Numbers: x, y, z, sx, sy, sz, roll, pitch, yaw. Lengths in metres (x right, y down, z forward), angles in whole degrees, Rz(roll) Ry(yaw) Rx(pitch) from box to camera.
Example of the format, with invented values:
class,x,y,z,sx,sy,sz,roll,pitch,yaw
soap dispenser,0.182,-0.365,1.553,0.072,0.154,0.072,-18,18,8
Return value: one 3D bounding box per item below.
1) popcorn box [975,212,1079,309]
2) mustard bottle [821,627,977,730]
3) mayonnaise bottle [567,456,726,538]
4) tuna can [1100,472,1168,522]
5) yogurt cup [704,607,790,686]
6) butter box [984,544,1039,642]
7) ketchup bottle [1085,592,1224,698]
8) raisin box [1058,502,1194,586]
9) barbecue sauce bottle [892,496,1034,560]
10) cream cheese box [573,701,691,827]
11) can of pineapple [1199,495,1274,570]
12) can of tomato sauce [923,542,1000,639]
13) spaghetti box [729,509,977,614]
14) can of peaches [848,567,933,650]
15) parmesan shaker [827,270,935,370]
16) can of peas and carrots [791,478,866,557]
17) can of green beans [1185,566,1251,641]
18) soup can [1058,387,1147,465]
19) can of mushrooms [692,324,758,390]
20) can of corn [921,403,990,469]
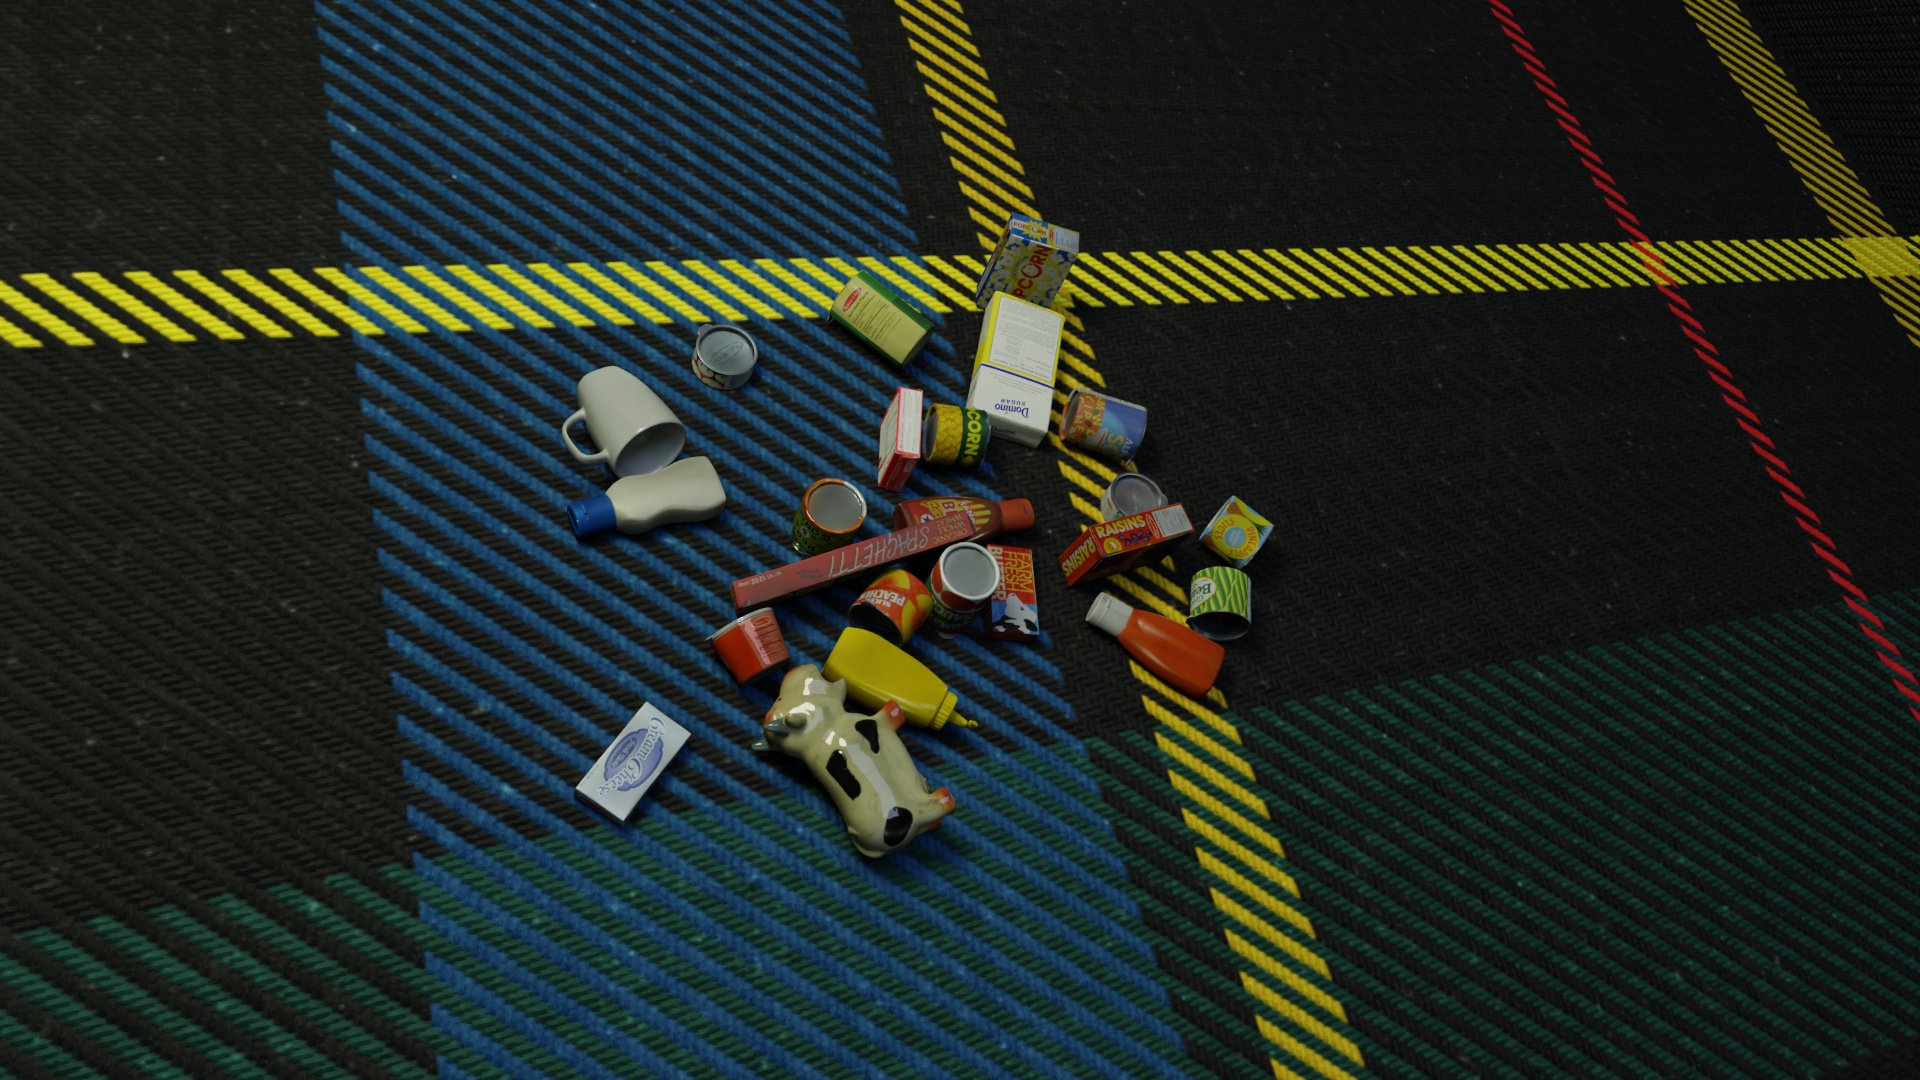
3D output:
class,x,y,z,sx,sy,sz,roll,pitch,yaw
popcorn box,0.077,-0.317,1.631,0.085,0.126,0.038,14,53,-13
mustard bottle,-0.056,0.147,1.356,0.160,0.048,0.065,30,57,-2
mayonnaise bottle,-0.311,-0.038,1.373,0.148,0.041,0.065,-17,67,-27
tuna can,0.196,-0.041,1.571,0.071,0.032,0.071,9,59,-16
yogurt cup,-0.197,0.103,1.320,0.073,0.072,0.054,-25,80,-30
butter box,0.051,0.056,1.464,0.053,0.024,0.104,6,60,-18
ketchup bottle,0.206,0.107,1.482,0.149,0.043,0.065,30,54,-2
raisin box,0.179,0.005,1.505,0.124,0.085,0.040,-14,72,-27
barbecue sauce bottle,0.005,-0.019,1.479,0.149,0.043,0.065,-8,68,-25
cream cheese box,-0.294,0.201,1.249,0.053,0.024,0.104,35,55,0
can of pineapple,0.312,-0.008,1.574,0.058,0.070,0.071,37,55,4
can of tomato sauce,-0.003,0.051,1.411,0.071,0.082,0.071,9,59,-15
spaghetti box,-0.106,0.021,1.381,0.251,0.050,0.028,-18,84,-17
can of peaches,-0.069,0.068,1.384,0.071,0.071,0.058,38,54,3
parmesan shaker,-0.089,-0.245,1.565,0.103,0.071,0.072,38,55,3
can of peas and carrots,-0.136,-0.021,1.418,0.071,0.058,0.071,9,58,-15
can of green beans,0.284,0.069,1.519,0.071,0.071,0.058,15,57,-12
soup can,0.162,-0.131,1.592,0.084,0.071,0.072,16,57,-11
can of mushrooms,-0.255,-0.198,1.492,0.071,0.033,0.071,9,59,-15
can of corn,-0.005,-0.114,1.515,0.058,0.070,0.071,6,59,-16
